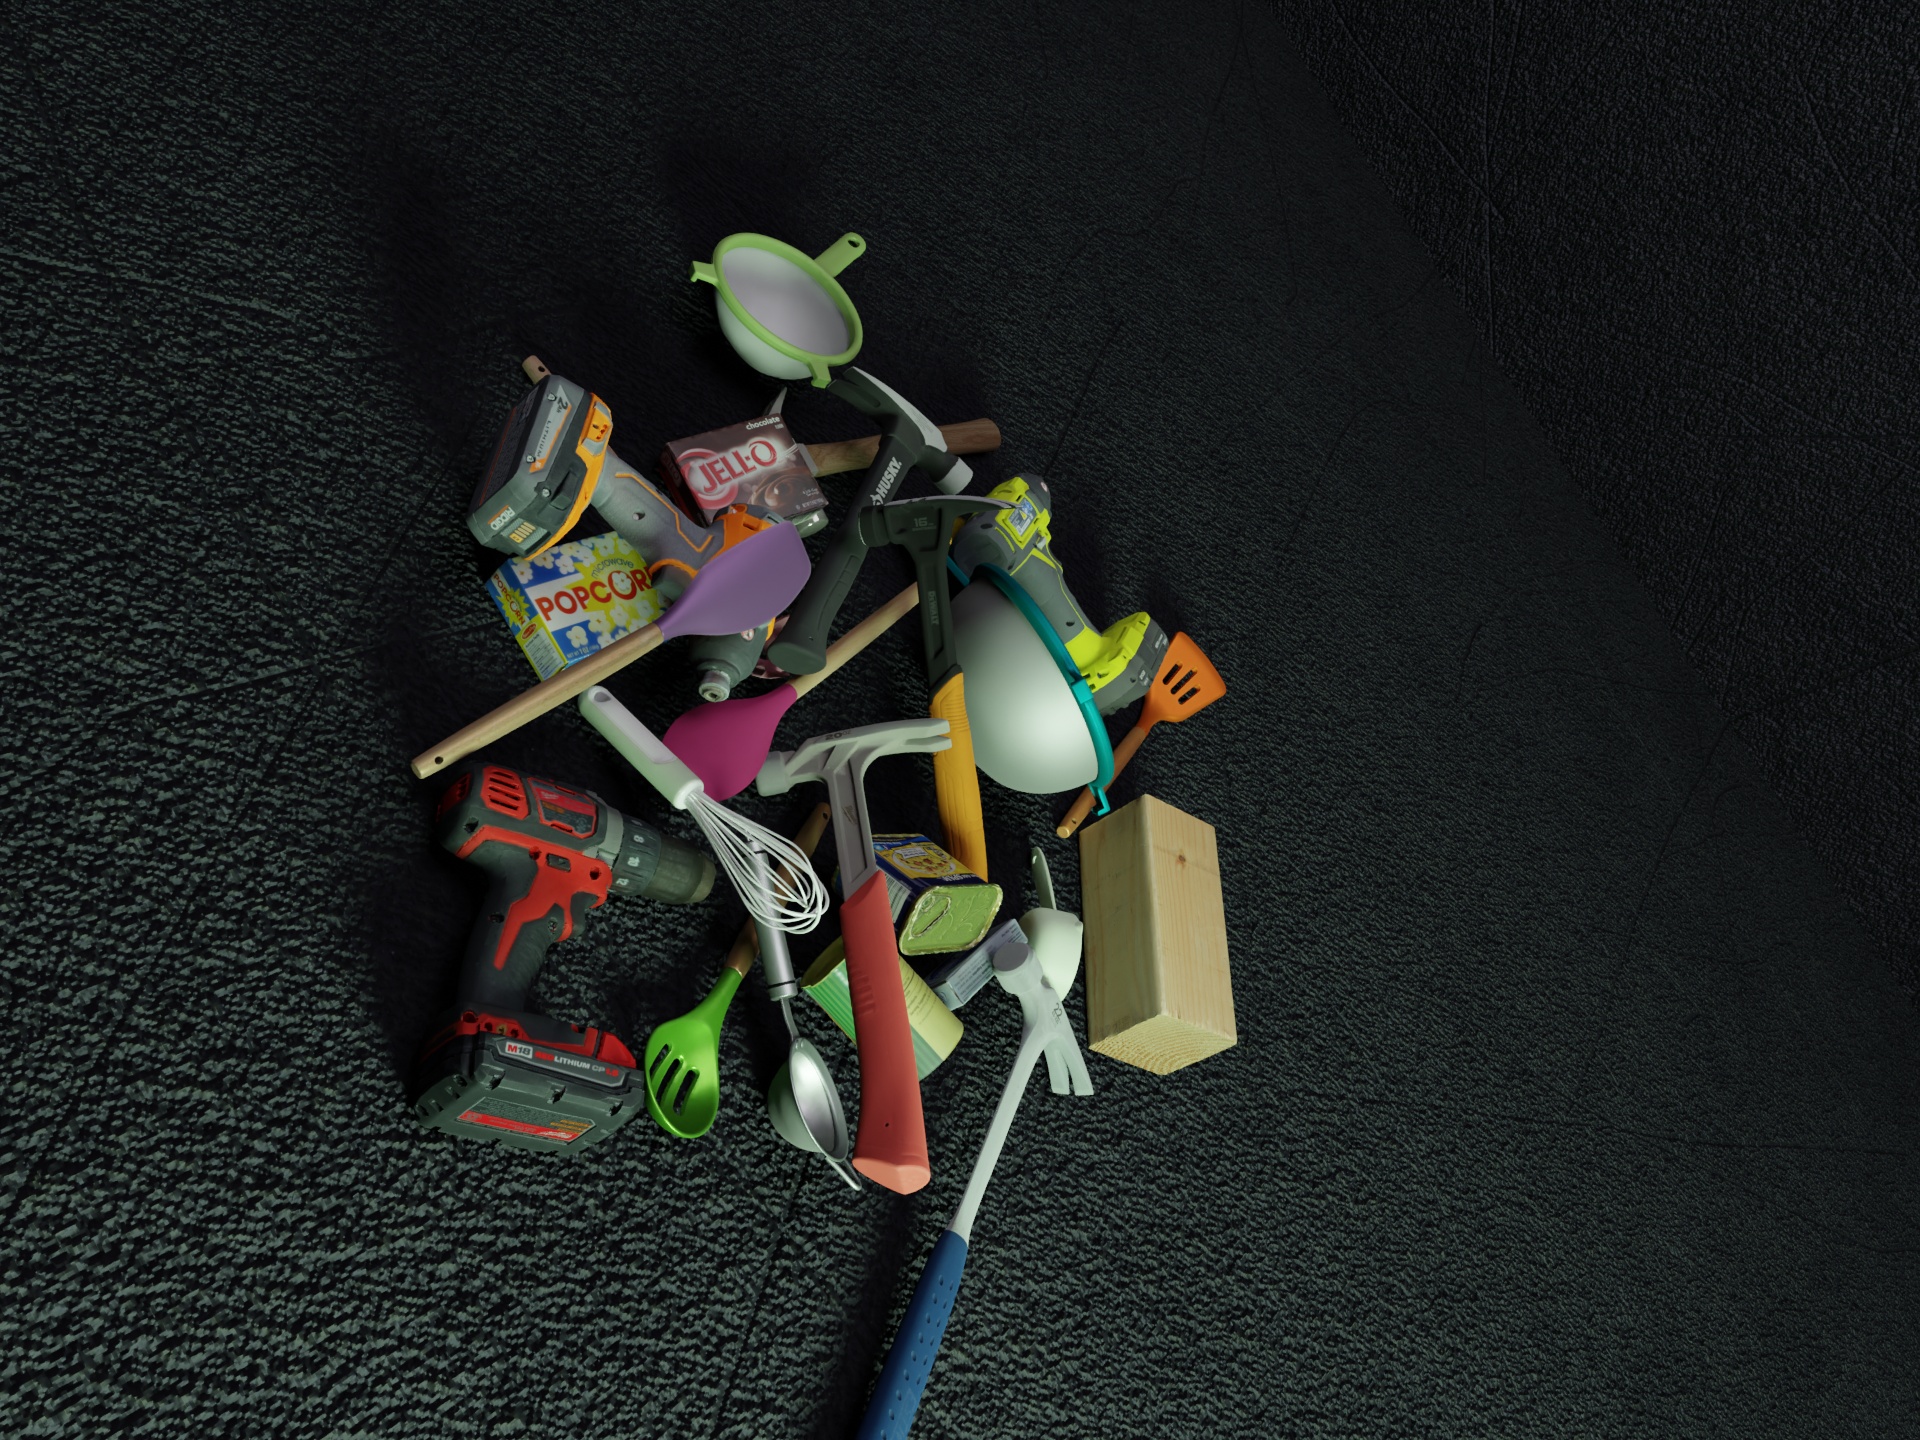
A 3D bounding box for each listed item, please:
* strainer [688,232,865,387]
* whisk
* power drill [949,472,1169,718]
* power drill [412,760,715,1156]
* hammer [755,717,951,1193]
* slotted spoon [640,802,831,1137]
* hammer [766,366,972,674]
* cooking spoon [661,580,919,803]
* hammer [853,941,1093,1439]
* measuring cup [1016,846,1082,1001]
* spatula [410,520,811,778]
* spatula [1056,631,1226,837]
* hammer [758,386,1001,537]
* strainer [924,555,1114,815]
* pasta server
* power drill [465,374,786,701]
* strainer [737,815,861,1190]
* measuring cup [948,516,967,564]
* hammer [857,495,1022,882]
[{"bbox_3d":[-0.151,-0.382,1.448,0.151,0.069,0.256,40,37,-8],"label":"strainer"},{"bbox_3d":[-0.176,0.054,1.064,0.246,0.059,0.058,41,37,23],"label":"whisk"},{"bbox_3d":[0.095,-0.123,1.487,0.223,0.080,0.171,52,35,-14],"label":"power drill"},{"bbox_3d":[-0.237,0.143,0.979,0.187,0.080,0.227,24,45,-34],"label":"power drill"},{"bbox_3d":[-0.053,0.145,1.075,0.149,0.036,0.359,-11,48,-2],"label":"hammer"},{"bbox_3d":[-0.147,0.159,1.097,0.070,0.031,0.314,54,35,-22],"label":"slotted spoon"},{"bbox_3d":[-0.087,-0.156,1.277,0.146,0.035,0.335,43,41,-21],"label":"hammer"},{"bbox_3d":[-0.114,-0.035,1.208,0.069,0.017,0.319,51,47,-4],"label":"cooking spoon"},{"bbox_3d":[0.003,0.349,1.085,0.144,0.035,0.406,62,37,-32],"label":"hammer"},{"bbox_3d":[0.058,0.157,1.290,0.038,0.083,0.168,15,34,-18],"label":"measuring cup"},{"bbox_3d":[-0.219,-0.044,1.047,0.316,0.018,0.059,-34,115,-32],"label":"spatula"},{"bbox_3d":[0.166,0.019,1.509,0.081,0.041,0.323,51,40,-6],"label":"spatula"},{"bbox_3d":[-0.069,-0.252,1.467,0.331,0.031,0.130,-22,80,-51],"label":"hammer"},{"bbox_3d":[0.000,-0.060,1.347,0.341,0.095,0.210,52,-12,32],"label":"strainer"},{"bbox_3d":[-0.232,-0.156,1.225,0.316,0.040,0.060,52,47,-2],"label":"pasta server"},{"bbox_3d":[-0.223,-0.119,1.113,0.226,0.084,0.164,33,46,-32],"label":"power drill"},{"bbox_3d":[-0.119,0.189,1.065,0.086,0.050,0.258,34,41,-76],"label":"strainer"},{"bbox_3d":[0.032,-0.158,1.503,0.156,0.029,0.062,8,58,-40],"label":"measuring cup"},{"bbox_3d":[-0.002,-0.004,1.226,0.034,0.127,0.337,-19,105,-64],"label":"hammer"}]
